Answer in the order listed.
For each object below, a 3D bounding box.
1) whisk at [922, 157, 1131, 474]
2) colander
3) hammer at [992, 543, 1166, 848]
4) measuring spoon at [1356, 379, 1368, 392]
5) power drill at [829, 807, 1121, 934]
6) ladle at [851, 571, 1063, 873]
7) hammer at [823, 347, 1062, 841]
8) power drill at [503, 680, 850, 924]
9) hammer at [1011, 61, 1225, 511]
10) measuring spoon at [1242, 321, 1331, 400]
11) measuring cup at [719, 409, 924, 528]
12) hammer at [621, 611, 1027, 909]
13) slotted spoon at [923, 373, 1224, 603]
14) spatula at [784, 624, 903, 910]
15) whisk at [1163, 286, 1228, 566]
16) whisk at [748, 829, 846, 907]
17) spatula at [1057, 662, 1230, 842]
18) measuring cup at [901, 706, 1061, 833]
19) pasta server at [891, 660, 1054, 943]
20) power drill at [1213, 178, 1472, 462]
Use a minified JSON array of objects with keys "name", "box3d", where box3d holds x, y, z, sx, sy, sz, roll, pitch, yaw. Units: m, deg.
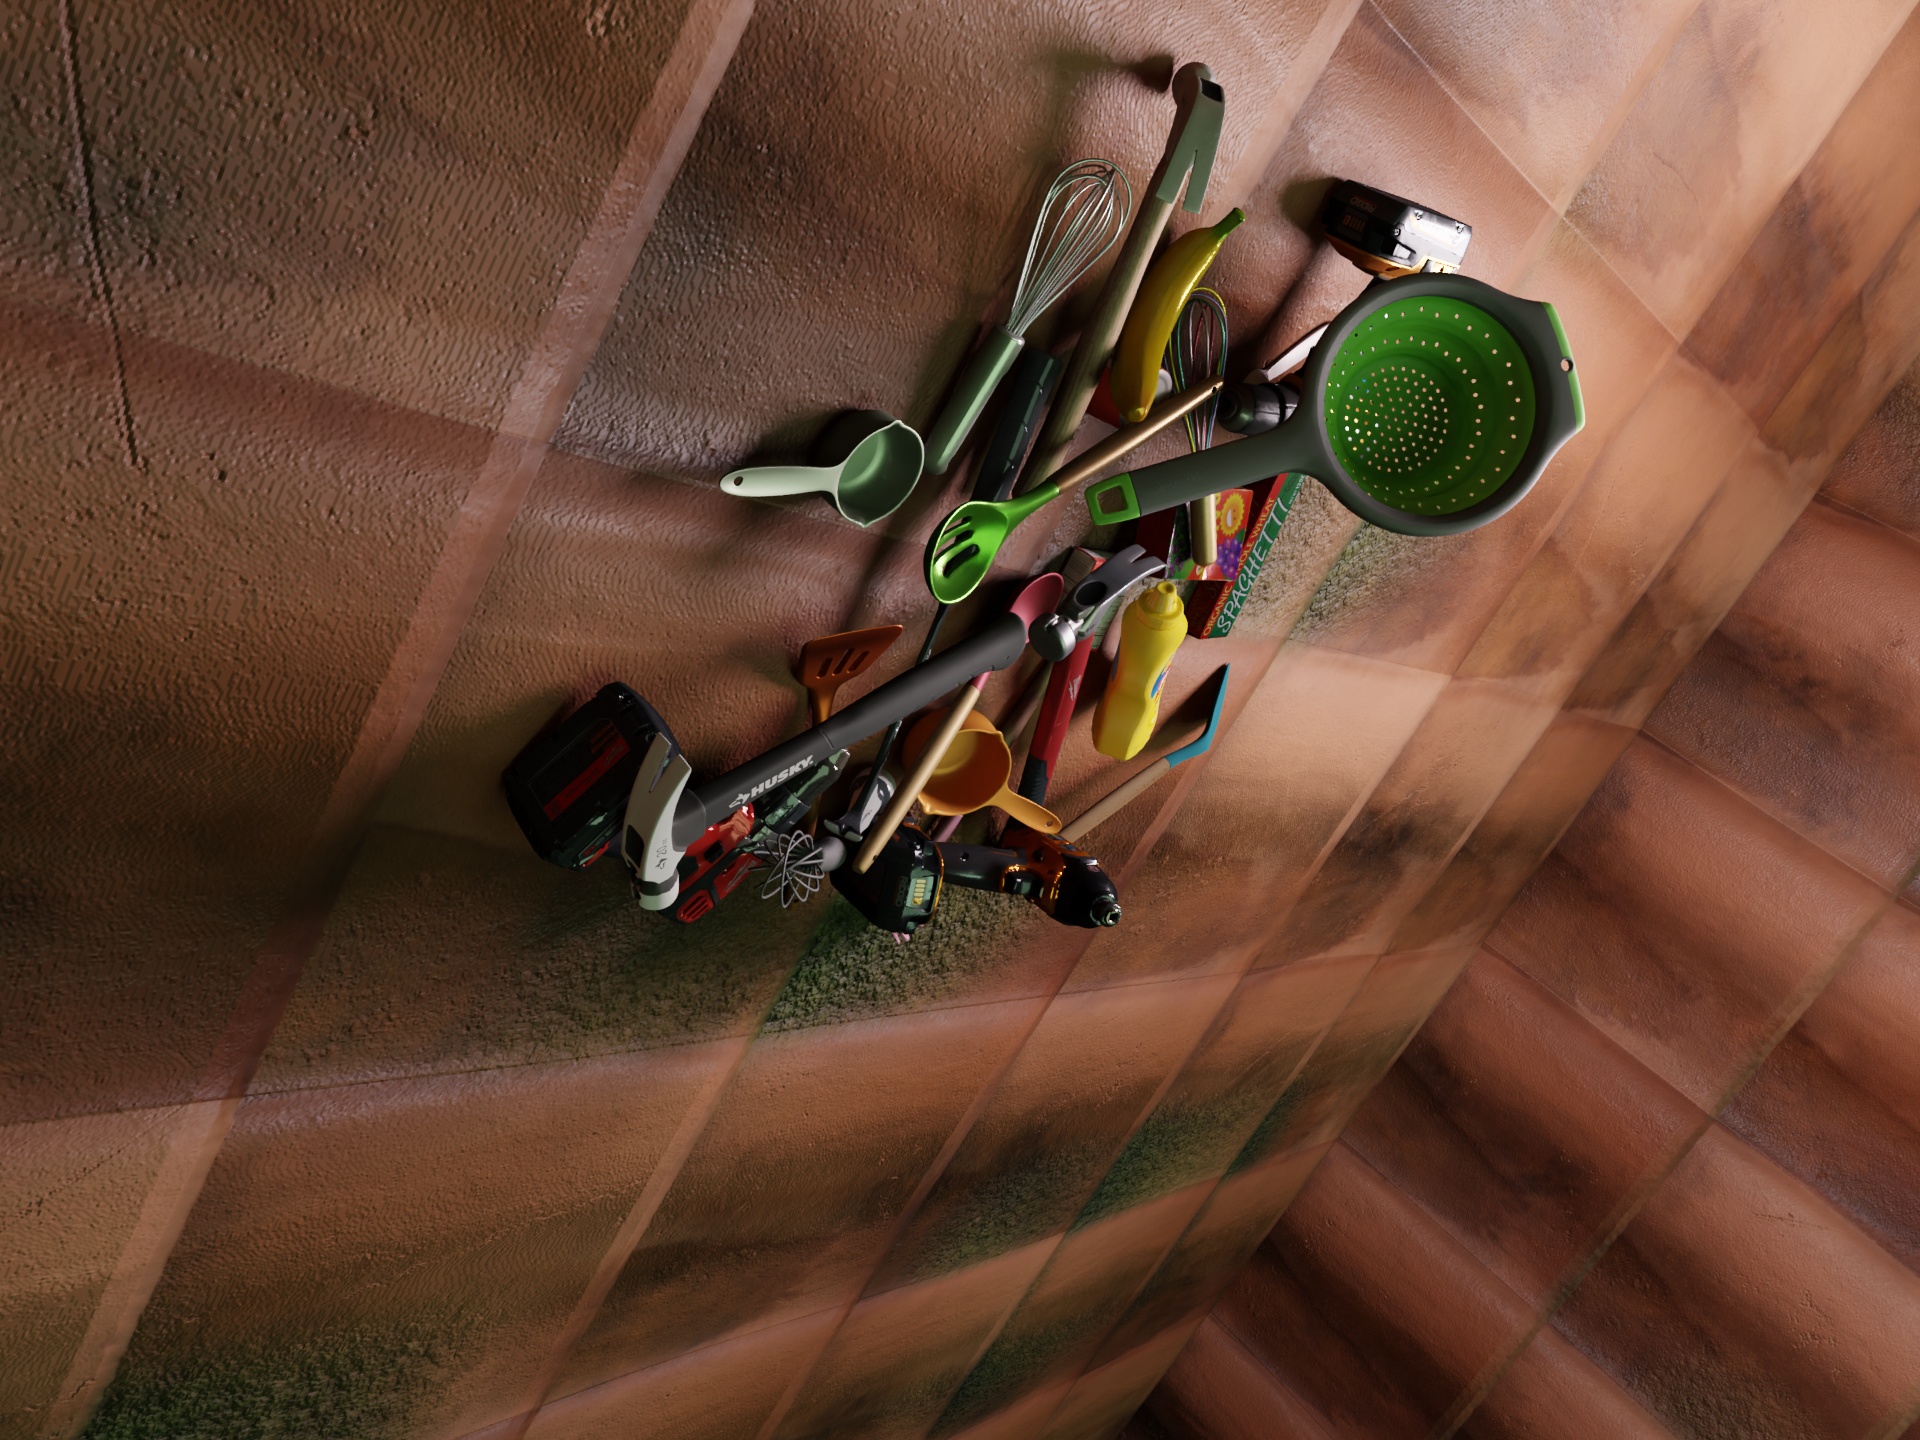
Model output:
[{"name":"whisk","box3d":[0.039,-0.275,1.104,0.059,0.058,0.246,25,112,-21]},{"name":"colander","box3d":[0.287,-0.224,1.274,0.397,0.204,0.094,-17,-176,-2]},{"name":"hammer","box3d":[0.088,0.008,1.420,0.143,0.038,0.386,-39,157,-32]},{"name":"measuring spoon","box3d":[0.334,-0.273,1.495,0.042,0.021,0.128,1,133,-53]},{"name":"power drill","box3d":[0.021,0.133,1.353,0.226,0.164,0.084,6,103,-29]},{"name":"ladle","box3d":[-0.002,-0.004,1.270,0.315,0.031,0.069,-57,156,-28]},{"name":"hammer","box3d":[-0.014,-0.087,1.207,0.149,0.036,0.408,-61,174,-71]},{"name":"power drill","box3d":[-0.190,0.052,1.130,0.188,0.080,0.226,-41,152,4]},{"name":"hammer","box3d":[0.107,-0.290,1.131,0.031,0.130,0.331,18,125,-9]},{"name":"measuring spoon","box3d":[0.292,-0.312,1.393,0.124,0.018,0.034,-38,146,-17]},{"name":"measuring cup","box3d":[-0.098,-0.169,1.058,0.167,0.038,0.083,-11,132,-42]},{"name":"hammer","box3d":[-0.084,0.004,1.093,0.335,0.035,0.146,-30,152,-29]},{"name":"slotted spoon","box3d":[0.085,-0.181,1.168,0.314,0.031,0.070,-36,135,-25]},{"name":"spatula","box3d":[-0.112,0.044,1.262,0.081,0.041,0.322,-11,135,-28]},{"name":"whisk","box3d":[0.199,-0.235,1.296,0.047,0.051,0.244,-42,137,-38]},{"name":"whisk","box3d":[-0.114,0.108,1.206,0.055,0.055,0.239,-50,175,2]},{"name":"spatula","box3d":[0.181,0.052,1.606,0.317,0.044,0.082,-33,146,-28]},{"name":"measuring cup","box3d":[0.022,0.049,1.373,0.173,0.052,0.095,32,106,-37]},{"name":"pasta server","box3d":[0.017,0.065,1.444,0.316,0.040,0.060,-57,164,11]},{"name":"power drill","box3d":[0.312,-0.327,1.329,0.185,0.084,0.226,-1,123,-41]}]
